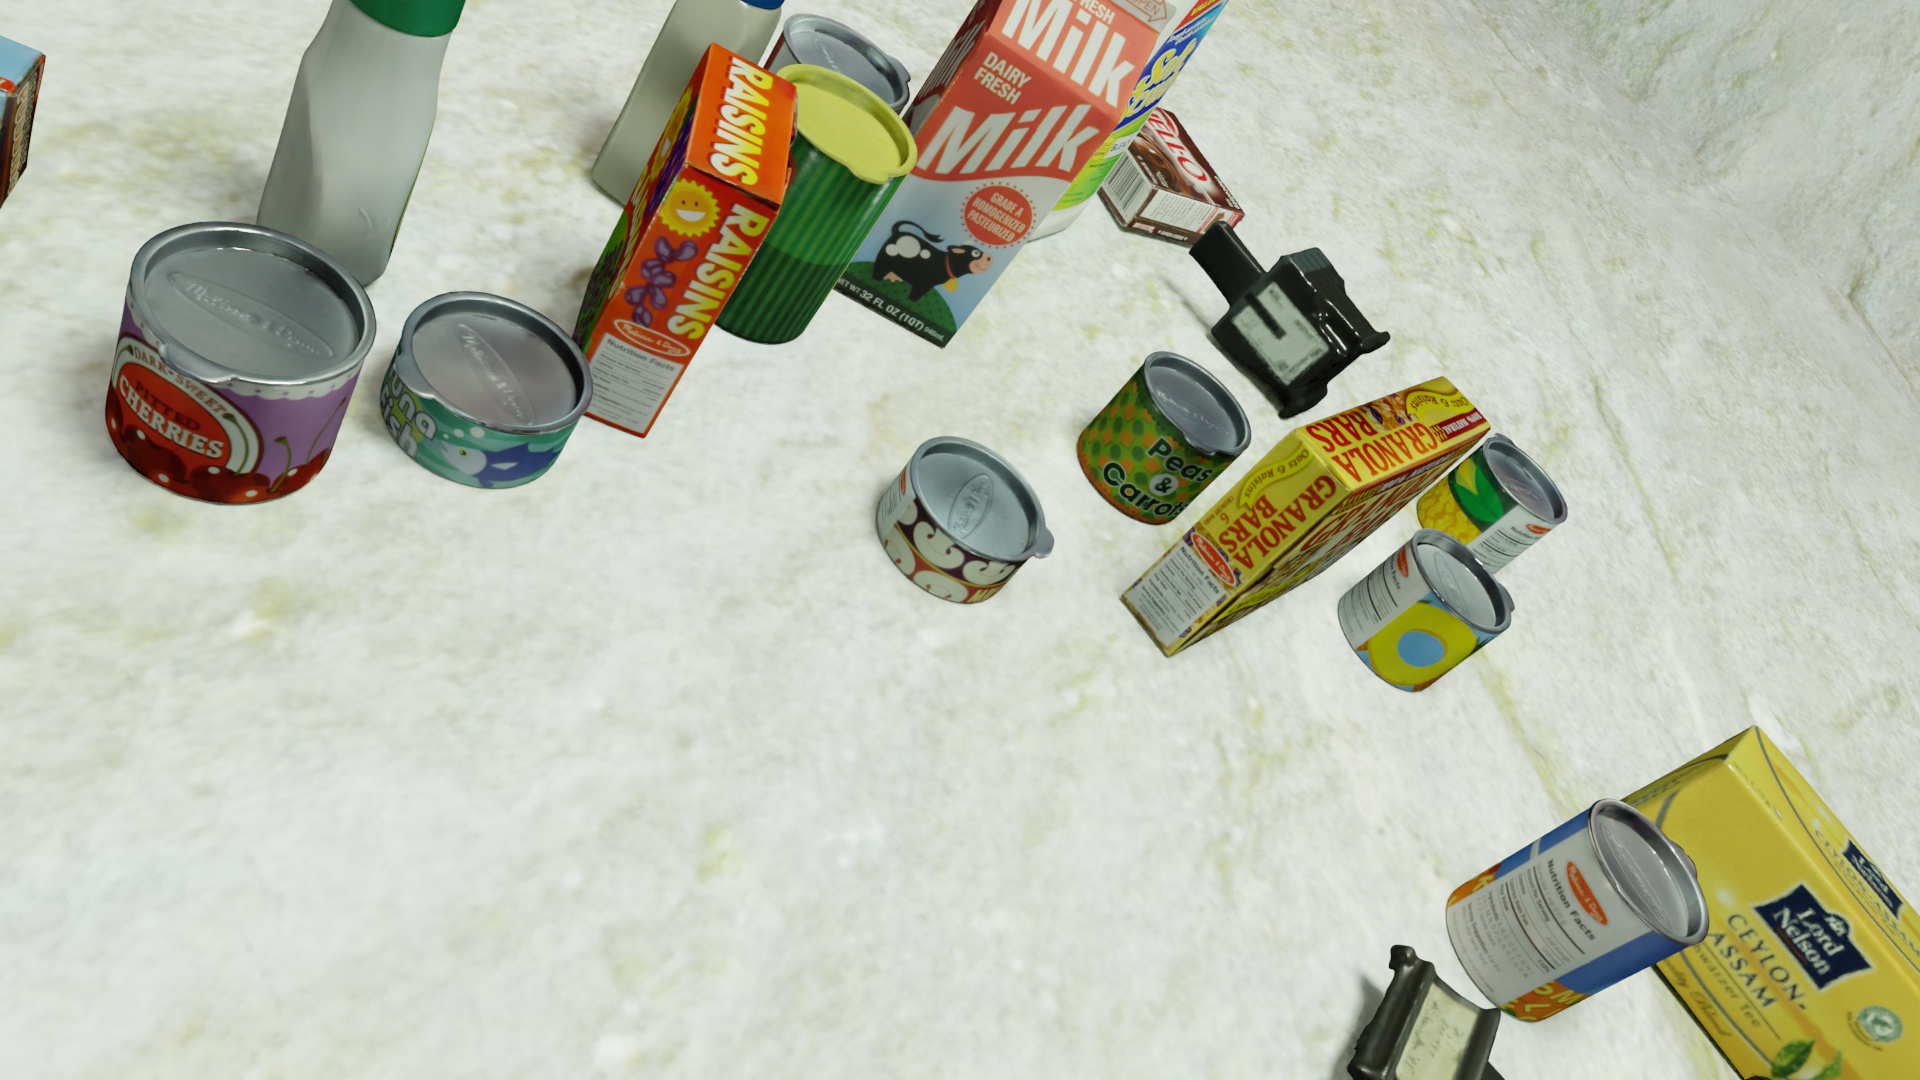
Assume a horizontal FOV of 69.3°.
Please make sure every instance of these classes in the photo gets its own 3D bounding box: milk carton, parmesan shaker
[{"bbox_3d":[0.015,-0.189,0.647,0.072,0.189,0.074,27,40,-17],"label":"milk carton"},{"bbox_3d":[-0.072,-0.140,0.598,0.071,0.102,0.072,23,41,-22],"label":"parmesan shaker"}]

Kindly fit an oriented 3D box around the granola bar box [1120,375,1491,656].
[{"bbox_3d":[0.167,-0.014,0.657,0.166,0.123,0.039,-19,67,-48],"label":"granola bar box"}]

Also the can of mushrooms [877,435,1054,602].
[{"bbox_3d":[0.002,-0.007,0.586,0.071,0.033,0.071,23,41,-22],"label":"can of mushrooms"}]

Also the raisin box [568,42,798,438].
[{"bbox_3d":[-0.106,-0.111,0.524,0.040,0.122,0.086,23,41,-22],"label":"raisin box"}]

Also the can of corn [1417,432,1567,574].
[{"bbox_3d":[0.323,-0.022,0.849,0.071,0.058,0.071,23,41,-22],"label":"can of corn"}]

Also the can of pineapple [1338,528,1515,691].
[{"bbox_3d":[0.243,0.038,0.724,0.071,0.057,0.071,23,41,-22],"label":"can of pineapple"}]

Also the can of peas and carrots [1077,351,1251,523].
[{"bbox_3d":[0.101,-0.049,0.689,0.071,0.058,0.071,23,41,-22],"label":"can of peas and carrots"}]

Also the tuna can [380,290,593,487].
[{"bbox_3d":[-0.169,-0.052,0.488,0.071,0.032,0.071,23,41,-22],"label":"tuna can"}]

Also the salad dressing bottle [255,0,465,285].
[{"bbox_3d":[-0.198,-0.151,0.466,0.044,0.147,0.064,5,50,-37],"label":"salad dressing bottle"}]

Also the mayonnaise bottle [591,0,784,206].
[{"bbox_3d":[-0.109,-0.211,0.599,0.041,0.147,0.065,35,38,-7],"label":"mayonnaise bottle"}]

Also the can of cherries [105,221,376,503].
[{"bbox_3d":[-0.221,-0.052,0.423,0.071,0.058,0.072,23,41,-22],"label":"can of cherries"}]

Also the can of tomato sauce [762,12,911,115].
[{"bbox_3d":[-0.072,-0.199,0.671,0.071,0.082,0.071,23,41,-22],"label":"can of tomato sauce"}]

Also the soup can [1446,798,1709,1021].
[{"bbox_3d":[0.267,0.161,0.603,0.071,0.083,0.072,23,41,-22],"label":"soup can"}]

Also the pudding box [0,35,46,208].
[{"bbox_3d":[-0.333,-0.142,0.423,0.084,0.049,0.030,19,43,-25],"label":"pudding box"}]
